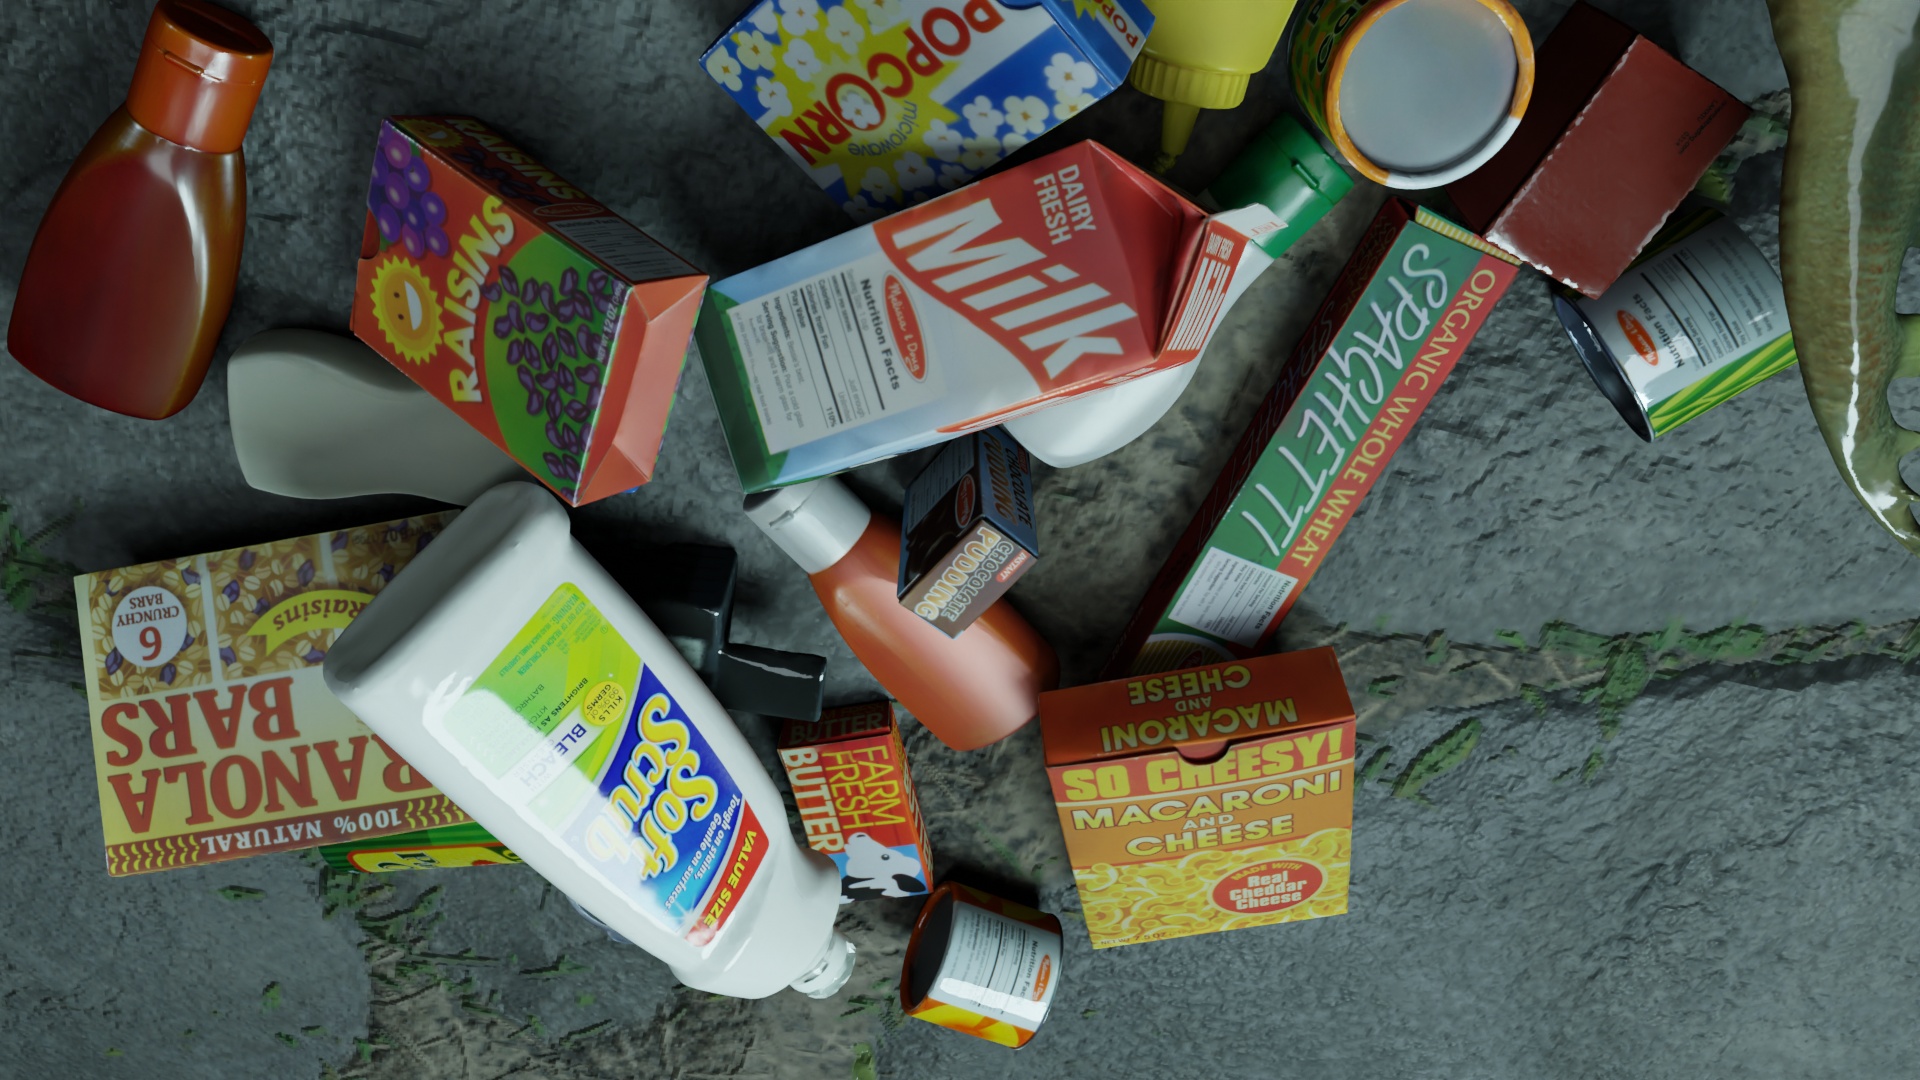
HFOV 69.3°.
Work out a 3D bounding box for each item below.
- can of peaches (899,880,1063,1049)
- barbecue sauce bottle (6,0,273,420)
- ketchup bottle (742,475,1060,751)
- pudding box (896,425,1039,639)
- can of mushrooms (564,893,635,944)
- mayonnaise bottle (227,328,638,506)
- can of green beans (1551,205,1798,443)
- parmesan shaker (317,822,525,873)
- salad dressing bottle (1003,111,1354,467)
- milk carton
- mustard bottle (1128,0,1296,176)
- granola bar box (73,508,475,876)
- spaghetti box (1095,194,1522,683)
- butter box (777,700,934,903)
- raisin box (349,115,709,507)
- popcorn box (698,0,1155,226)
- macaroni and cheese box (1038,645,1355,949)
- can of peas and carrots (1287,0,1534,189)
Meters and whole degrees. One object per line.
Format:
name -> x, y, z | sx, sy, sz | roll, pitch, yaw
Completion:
can of peaches -> 0.009, 0.205, 0.673 | 0.058, 0.071, 0.071 | 22, 119, -13
barbecue sauce bottle -> -0.284, -0.116, 0.490 | 0.065, 0.044, 0.148 | 27, 117, -16
ketchup bottle -> -0.026, 0.024, 0.575 | 0.064, 0.044, 0.148 | -32, 116, 26
pudding box -> 0.002, -0.007, 0.533 | 0.030, 0.084, 0.049 | 36, 115, -20
can of mushrooms -> -0.153, 0.155, 0.660 | 0.071, 0.033, 0.070 | -1, 121, -1
mayonnaise bottle -> -0.198, -0.043, 0.536 | 0.148, 0.041, 0.064 | 6, 121, -5
can of green beans -> 0.258, -0.078, 0.502 | 0.057, 0.071, 0.071 | -31, 116, 17
parmesan shaker -> -0.221, 0.111, 0.614 | 0.103, 0.072, 0.071 | -5, 121, 6
salad dressing bottle -> 0.075, -0.090, 0.508 | 0.064, 0.044, 0.147 | 43, 111, -11
milk carton -> 0.013, -0.078, 0.467 | 0.190, 0.072, 0.073 | -16, 92, 21
mustard bottle -> 0.084, -0.192, 0.442 | 0.065, 0.049, 0.159 | 8, 121, -3
granola bar box -> -0.265, 0.061, 0.565 | 0.165, 0.039, 0.124 | -9, 86, 5
spaghetti box -> 0.131, -0.019, 0.559 | 0.050, 0.029, 0.248 | 20, 119, -13
butter box -> -0.047, 0.124, 0.647 | 0.053, 0.024, 0.103 | -8, 121, 6
raisin box -> -0.153, -0.081, 0.478 | 0.123, 0.040, 0.085 | 35, 122, 20
popcorn box -> -0.014, -0.156, 0.436 | 0.085, 0.038, 0.126 | 44, 145, -22
macaroni and cheese box -> 0.107, 0.119, 0.609 | 0.124, 0.040, 0.165 | -10, 138, 5
can of peas and carrots -> 0.145, -0.158, 0.457 | 0.071, 0.059, 0.070 | 0, 121, -1
